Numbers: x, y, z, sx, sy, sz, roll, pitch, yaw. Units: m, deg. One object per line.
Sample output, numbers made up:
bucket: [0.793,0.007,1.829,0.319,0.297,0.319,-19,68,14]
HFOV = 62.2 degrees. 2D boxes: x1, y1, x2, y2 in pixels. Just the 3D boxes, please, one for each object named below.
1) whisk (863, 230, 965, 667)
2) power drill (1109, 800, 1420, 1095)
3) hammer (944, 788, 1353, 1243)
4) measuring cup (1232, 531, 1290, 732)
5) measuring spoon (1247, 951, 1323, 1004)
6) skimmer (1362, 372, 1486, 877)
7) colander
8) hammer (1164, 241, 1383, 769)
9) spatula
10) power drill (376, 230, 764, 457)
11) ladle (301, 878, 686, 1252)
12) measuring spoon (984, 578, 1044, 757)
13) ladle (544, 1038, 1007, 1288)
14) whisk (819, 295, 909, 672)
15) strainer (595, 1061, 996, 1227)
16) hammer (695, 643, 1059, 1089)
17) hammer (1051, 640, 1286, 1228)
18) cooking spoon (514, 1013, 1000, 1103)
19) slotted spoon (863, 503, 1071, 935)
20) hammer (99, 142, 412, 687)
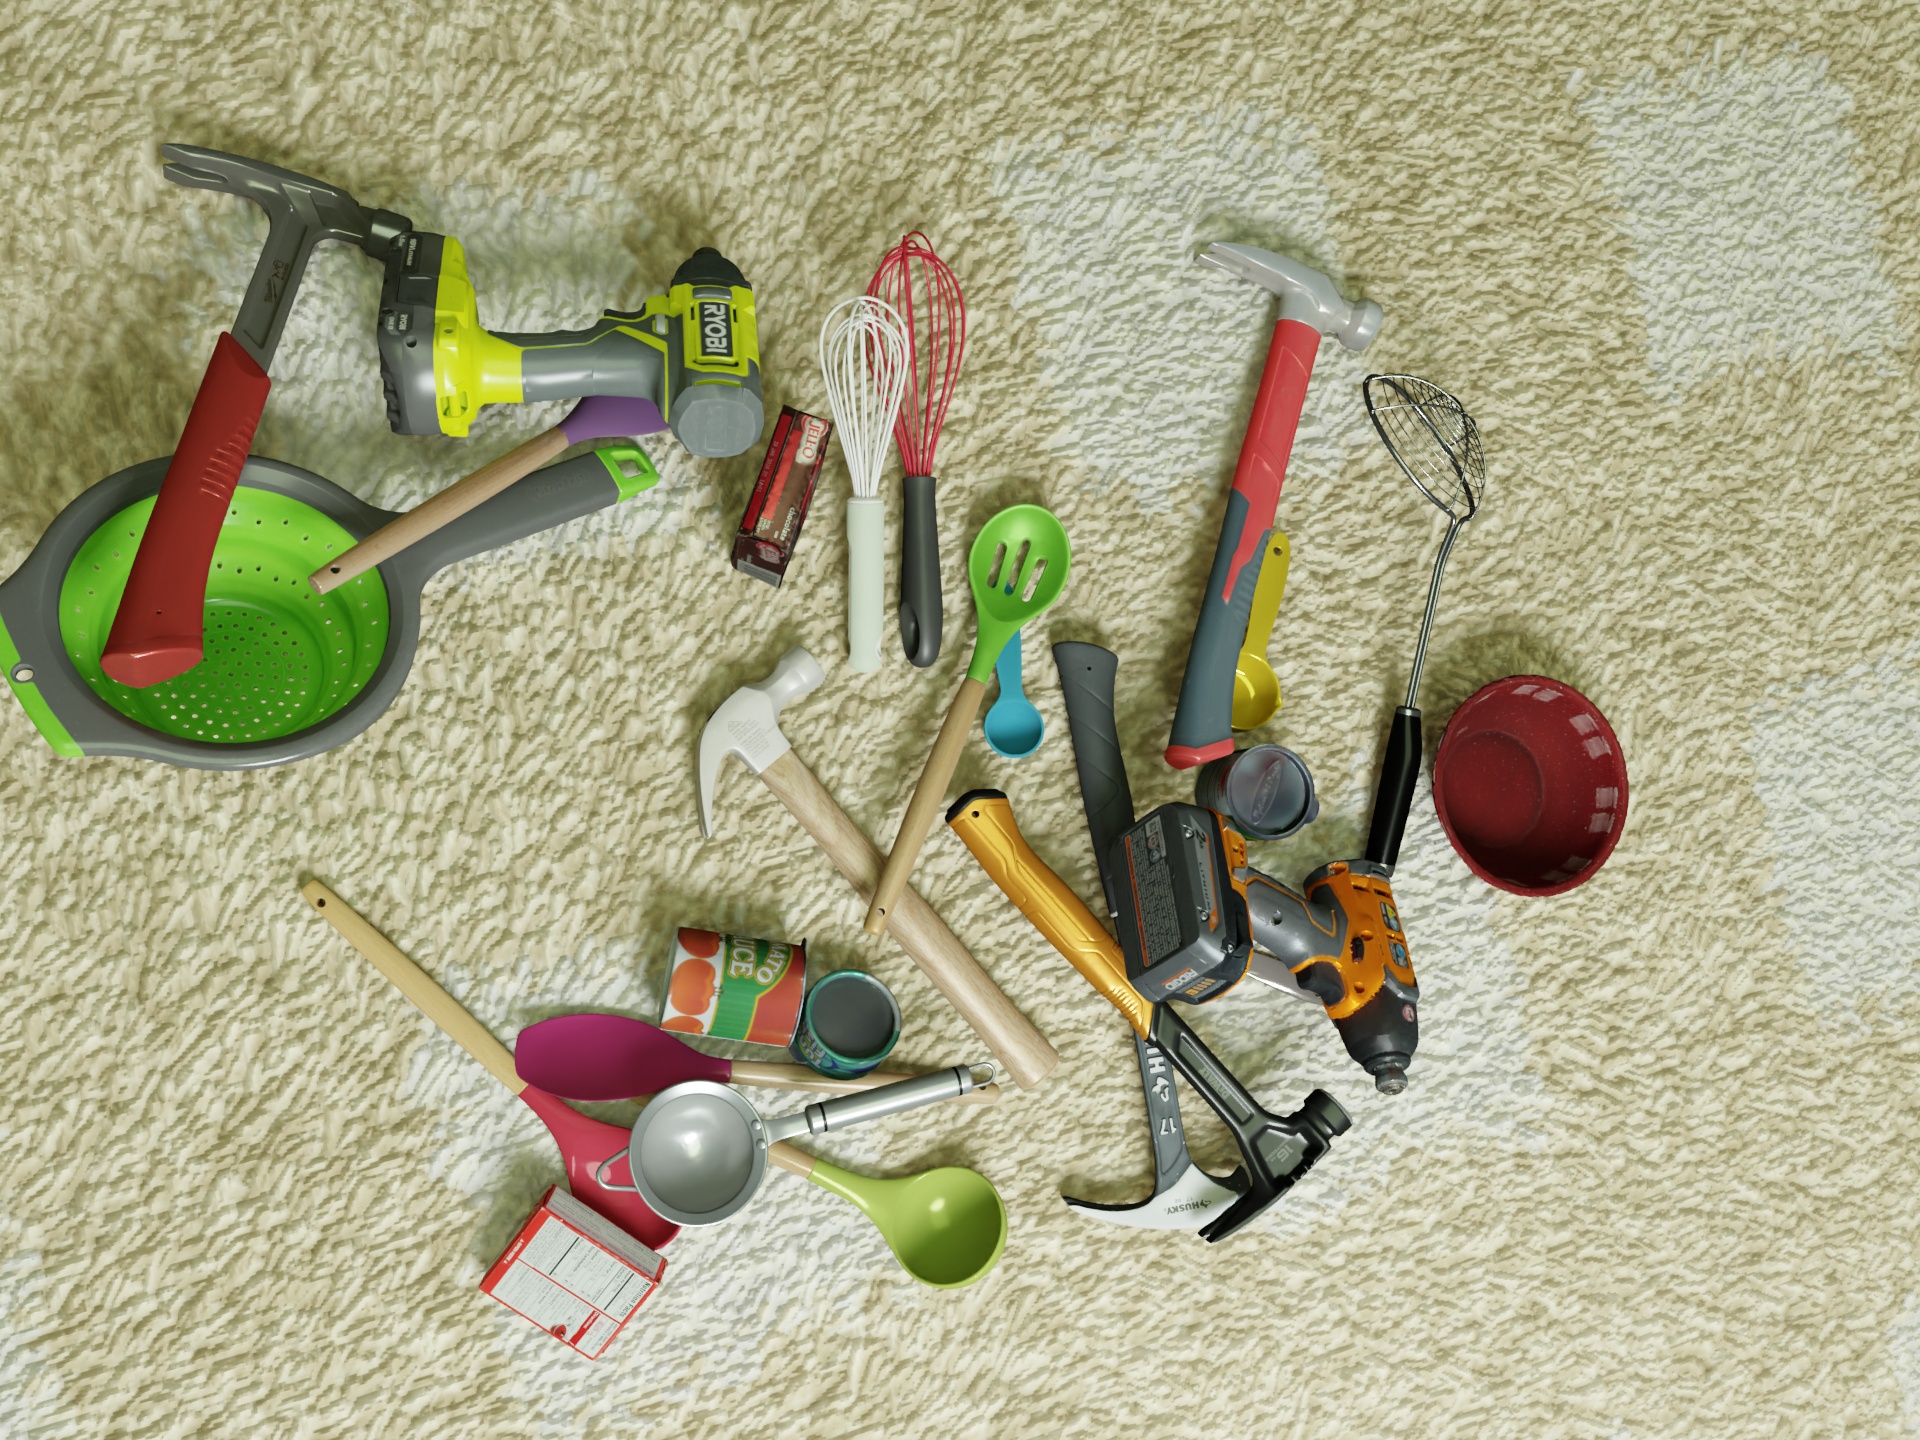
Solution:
whisk: [-0.028,-0.183,1.081,0.073,0.073,0.296,-1,90,-15]
power drill: [0.212,0.153,1.045,0.226,0.084,0.164,20,48,-31]
hammer: [0.104,0.183,1.055,0.127,0.034,0.337,-41,89,-8]
measuring cup: [0.211,-0.063,1.150,0.062,0.029,0.157,21,72,-9]
measuring spoon: [0.216,0.175,1.128,0.124,0.018,0.034,24,80,-9]
skimmer: [0.314,-0.071,1.164,0.127,0.090,0.363,6,96,-49]
colander: [-0.366,-0.079,0.973,0.397,0.094,0.204,-27,78,-33]
hammer: [0.192,-0.153,1.125,0.143,0.038,0.386,20,75,-11]
spatula: [-0.267,-0.163,0.990,0.316,0.018,0.060,-41,93,-33]
power drill: [-0.239,-0.242,0.996,0.223,0.080,0.171,0,52,-12]
ladle: [-0.291,0.212,0.991,0.315,0.031,0.069,45,87,-5]
measuring spoon: [0.032,-0.035,1.105,0.042,0.021,0.129,-2,76,-10]
ladle: [-0.117,0.274,1.017,0.320,0.062,0.078,27,64,-8]
whisk: [-0.064,-0.153,1.048,0.059,0.058,0.246,2,103,7]
strainer: [-0.098,0.252,0.990,0.258,0.050,0.087,-11,76,-17]
hammer: [-0.052,0.115,1.059,0.130,0.031,0.331,-41,96,-15]
hammer: [0.113,0.145,1.094,0.149,0.036,0.409,-10,85,-7]
cooking spoon: [-0.124,0.229,1.025,0.318,0.069,0.017,9,127,-18]
slotted spoon: [-0.002,-0.003,1.065,0.070,0.031,0.314,23,74,-2]
hammer: [-0.433,-0.183,0.918,0.149,0.036,0.359,14,59,-16]
